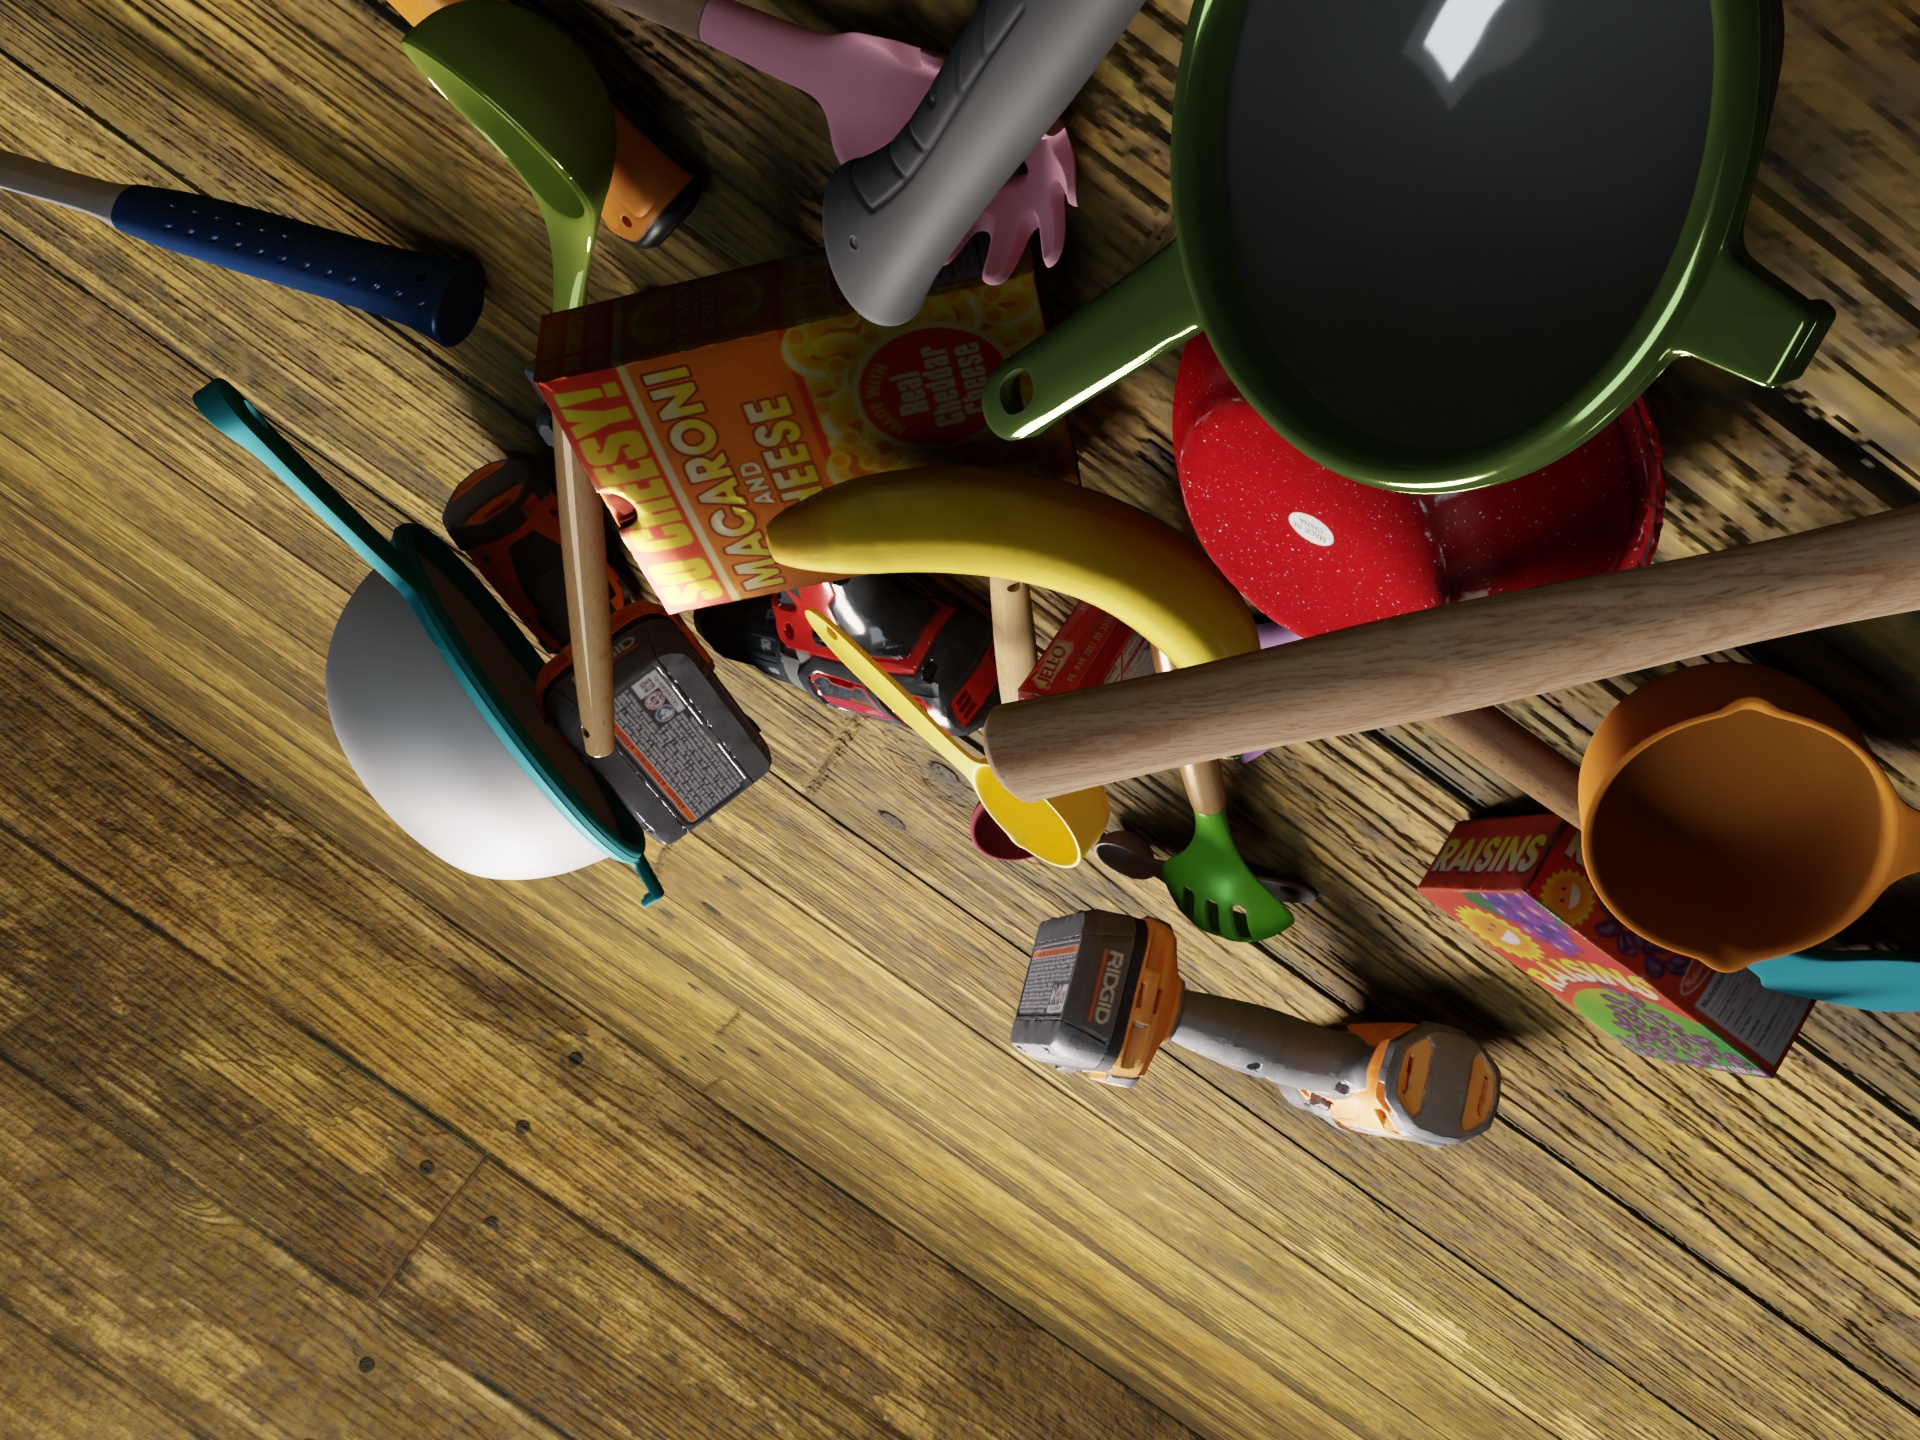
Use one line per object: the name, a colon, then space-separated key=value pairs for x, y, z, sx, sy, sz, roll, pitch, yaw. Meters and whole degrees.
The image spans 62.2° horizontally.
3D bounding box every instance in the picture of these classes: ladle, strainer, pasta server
ladle: x=-0.157 y=-0.105 z=0.604 sx=0.078 sy=0.062 sz=0.320 roll=39 pitch=140 yaw=33
strainer: x=-0.281 y=-0.025 z=0.780 sx=0.211 sy=0.095 sz=0.340 roll=53 pitch=177 yaw=38
pasta server: x=-0.104 y=-0.223 z=0.485 sx=0.316 sy=0.040 sz=0.060 roll=25 pitch=140 yaw=3
ladle: x=0.027 y=0.000 z=0.724 sx=0.315 sy=0.069 sz=0.031 roll=80 pitch=167 yaw=-67
strainer: x=0.093 y=-0.119 z=0.391 sx=0.256 sy=0.069 sz=0.151 roll=-19 pitch=85 yaw=60

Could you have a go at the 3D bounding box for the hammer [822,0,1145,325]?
hammer: x=0.044 y=-0.174 z=0.333 sx=0.146 sy=0.035 sz=0.335 roll=61 pitch=151 yaw=2

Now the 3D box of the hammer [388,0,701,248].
hammer: x=-0.221 y=-0.295 z=0.541 sx=0.336 sy=0.034 sz=0.127 roll=42 pitch=156 yaw=-18

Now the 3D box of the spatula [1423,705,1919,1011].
spatula: x=0.230 y=0.026 z=0.561 sx=0.317 sy=0.044 sz=0.082 roll=35 pitch=158 yaw=0

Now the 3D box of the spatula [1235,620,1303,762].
spatula: x=0.136 y=-0.048 z=0.573 sx=0.060 sy=0.018 sz=0.315 roll=37 pitch=157 yaw=2

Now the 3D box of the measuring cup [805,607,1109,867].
measuring cup: x=-0.001 y=-0.002 z=0.654 sx=0.156 sy=0.029 sz=0.062 roll=42 pitch=158 yaw=14

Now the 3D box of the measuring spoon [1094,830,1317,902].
measuring spoon: x=0.128 y=0.075 z=0.827 sx=0.124 sy=0.018 sz=0.034 roll=9 pitch=148 yaw=32

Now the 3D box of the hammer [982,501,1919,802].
hammer: x=0.158 y=-0.021 z=0.418 sx=0.331 sy=0.031 sz=0.129 roll=-13 pitch=136 yaw=27

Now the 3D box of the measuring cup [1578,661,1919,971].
measuring cup: x=0.281 y=0.025 z=0.488 sx=0.173 sy=0.052 sz=0.095 roll=-1 pitch=115 yaw=15

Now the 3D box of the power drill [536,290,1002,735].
power drill: x=-0.092 y=-0.084 z=0.729 sx=0.188 sy=0.080 sz=0.226 roll=15 pitch=153 yaw=37

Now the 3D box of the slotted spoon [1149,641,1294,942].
slotted spoon: x=0.104 y=0.021 z=0.704 sx=0.070 sy=0.031 sz=0.313 roll=17 pitch=150 yaw=27

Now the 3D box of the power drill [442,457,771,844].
power drill: x=-0.191 y=-0.034 z=0.872 sx=0.227 sy=0.084 sz=0.164 roll=46 pitch=171 yaw=44

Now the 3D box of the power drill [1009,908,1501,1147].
power drill: x=0.146 y=0.171 z=0.855 sx=0.226 sy=0.084 sz=0.185 roll=17 pitch=167 yaw=-7

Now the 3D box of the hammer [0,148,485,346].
hammer: x=-0.416 y=-0.261 z=0.783 sx=0.405 sy=0.144 sz=0.035 roll=18 pitch=155 yaw=13
